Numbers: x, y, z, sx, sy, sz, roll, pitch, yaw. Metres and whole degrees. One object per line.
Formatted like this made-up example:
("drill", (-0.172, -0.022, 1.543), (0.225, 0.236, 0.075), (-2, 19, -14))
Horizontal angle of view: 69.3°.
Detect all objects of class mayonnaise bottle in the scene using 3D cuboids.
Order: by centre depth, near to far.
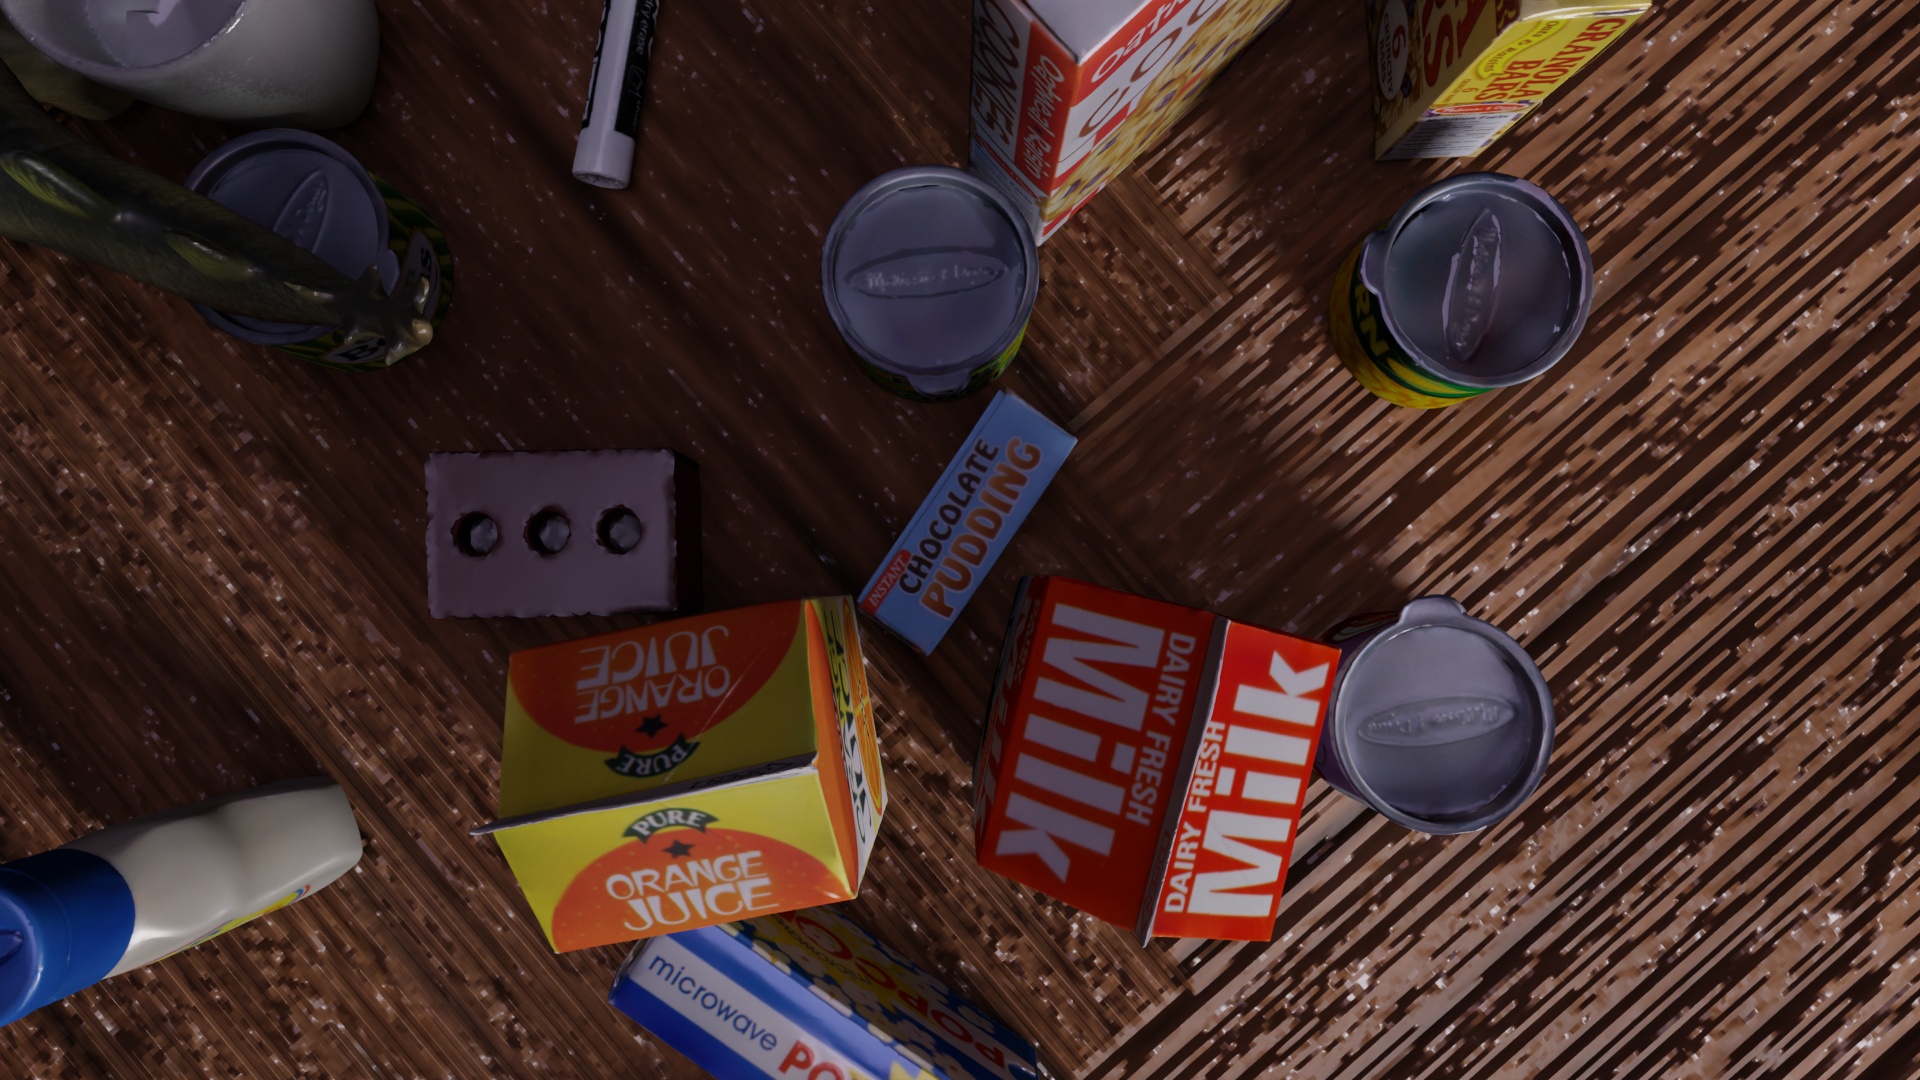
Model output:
("mayonnaise bottle", (-0.229, 0.099, 0.391), (0.065, 0.148, 0.041), (-21, 88, -1))

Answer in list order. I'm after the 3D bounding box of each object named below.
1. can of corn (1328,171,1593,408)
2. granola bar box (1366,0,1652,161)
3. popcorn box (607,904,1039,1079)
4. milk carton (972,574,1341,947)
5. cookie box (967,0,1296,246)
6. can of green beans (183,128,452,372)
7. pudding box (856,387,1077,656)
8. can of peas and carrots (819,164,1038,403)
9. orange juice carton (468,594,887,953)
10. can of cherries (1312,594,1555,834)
("can of corn", (0.155, -0.078, 0.447), (0.071, 0.058, 0.071), (0, 88, 0))
("granola bar box", (0.158, -0.214, 0.420), (0.039, 0.124, 0.165), (-2, 88, 0))
("popcorn box", (-0.037, 0.147, 0.422), (0.127, 0.085, 0.038), (34, 88, 1))
("milk carton", (0.046, 0.051, 0.374), (0.073, 0.190, 0.072), (14, 88, 0))
("cookie box", (0.058, -0.158, 0.395), (0.123, 0.167, 0.040), (-43, 89, -2))
("can of green beans", (-0.205, -0.090, 0.445), (0.071, 0.058, 0.071), (0, 88, 0))
("pudding box", (0.002, -0.006, 0.447), (0.030, 0.049, 0.084), (34, 88, 1))
("can of peas and carrots", (-0.009, -0.077, 0.446), (0.071, 0.058, 0.071), (0, 88, 0))
("orange juice carton", (-0.064, 0.055, 0.372), (0.072, 0.192, 0.073), (-10, 88, -1))
("can of cherries", (0.144, 0.053, 0.441), (0.071, 0.058, 0.071), (0, 88, 0))
